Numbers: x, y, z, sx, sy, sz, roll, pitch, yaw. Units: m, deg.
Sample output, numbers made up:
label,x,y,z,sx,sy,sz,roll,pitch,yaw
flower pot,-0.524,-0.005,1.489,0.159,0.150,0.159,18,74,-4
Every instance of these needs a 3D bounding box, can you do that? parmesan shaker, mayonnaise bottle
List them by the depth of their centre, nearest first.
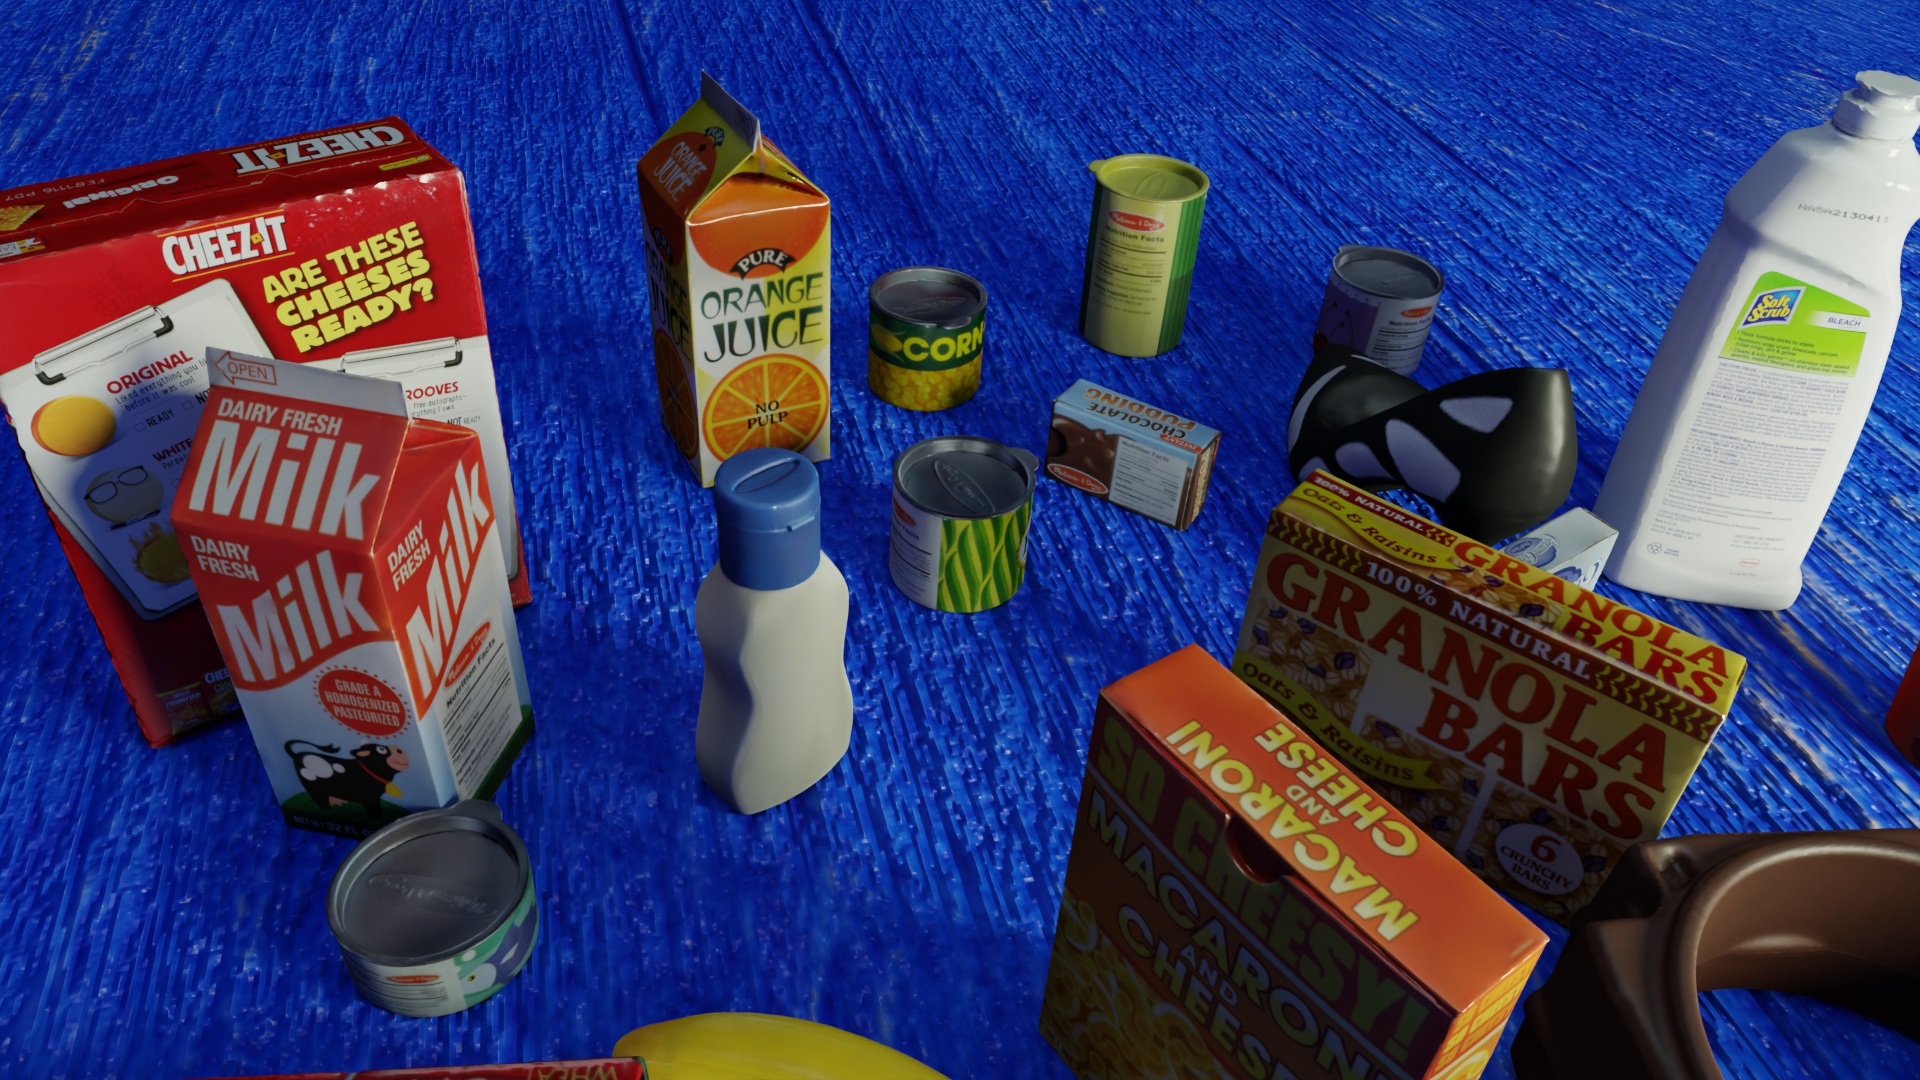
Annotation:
label,x,y,z,sx,sy,sz,roll,pitch,yaw
mayonnaise bottle,-0.071,0.035,0.521,0.041,0.147,0.065,33,47,32
parmesan shaker,0.106,-0.171,0.834,0.071,0.102,0.072,3,38,-2

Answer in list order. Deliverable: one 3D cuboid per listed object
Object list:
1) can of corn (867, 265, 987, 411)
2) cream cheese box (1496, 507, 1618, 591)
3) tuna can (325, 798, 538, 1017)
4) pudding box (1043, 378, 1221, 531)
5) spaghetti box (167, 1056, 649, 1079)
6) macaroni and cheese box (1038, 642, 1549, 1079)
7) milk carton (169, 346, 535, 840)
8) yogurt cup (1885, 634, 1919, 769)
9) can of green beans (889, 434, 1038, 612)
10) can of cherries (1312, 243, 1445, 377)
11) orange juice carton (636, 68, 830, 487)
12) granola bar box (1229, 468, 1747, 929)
label,x,y,z,sx,sy,sz,roll,pitch,yaw
can of corn,-0.018,-0.113,0.784,0.071,0.058,0.071,3,38,-2
cream cheese box,0.255,0.026,0.639,0.104,0.053,0.024,-22,45,-30
tuna can,-0.182,0.127,0.486,0.071,0.032,0.071,3,38,-2
pudding box,0.087,-0.045,0.716,0.084,0.049,0.030,23,42,22
spaghetti box,-0.214,0.181,0.402,0.250,0.049,0.029,-1,38,-6
macaroni and cheese box,0.082,0.131,0.399,0.040,0.165,0.124,-22,45,-30
milk carton,-0.211,0.019,0.493,0.072,0.189,0.074,10,39,7
yogurt cup,0.441,0.071,0.599,0.072,0.053,0.073,3,38,-2
can of green beans,0.000,-0.008,0.654,0.071,0.057,0.071,3,38,-2
can of cherries,0.251,-0.139,0.844,0.071,0.058,0.072,3,38,-2
orange juice carton,-0.111,-0.128,0.687,0.073,0.191,0.072,-16,42,-23
granola bar box,0.189,0.061,0.532,0.166,0.123,0.039,28,44,27
